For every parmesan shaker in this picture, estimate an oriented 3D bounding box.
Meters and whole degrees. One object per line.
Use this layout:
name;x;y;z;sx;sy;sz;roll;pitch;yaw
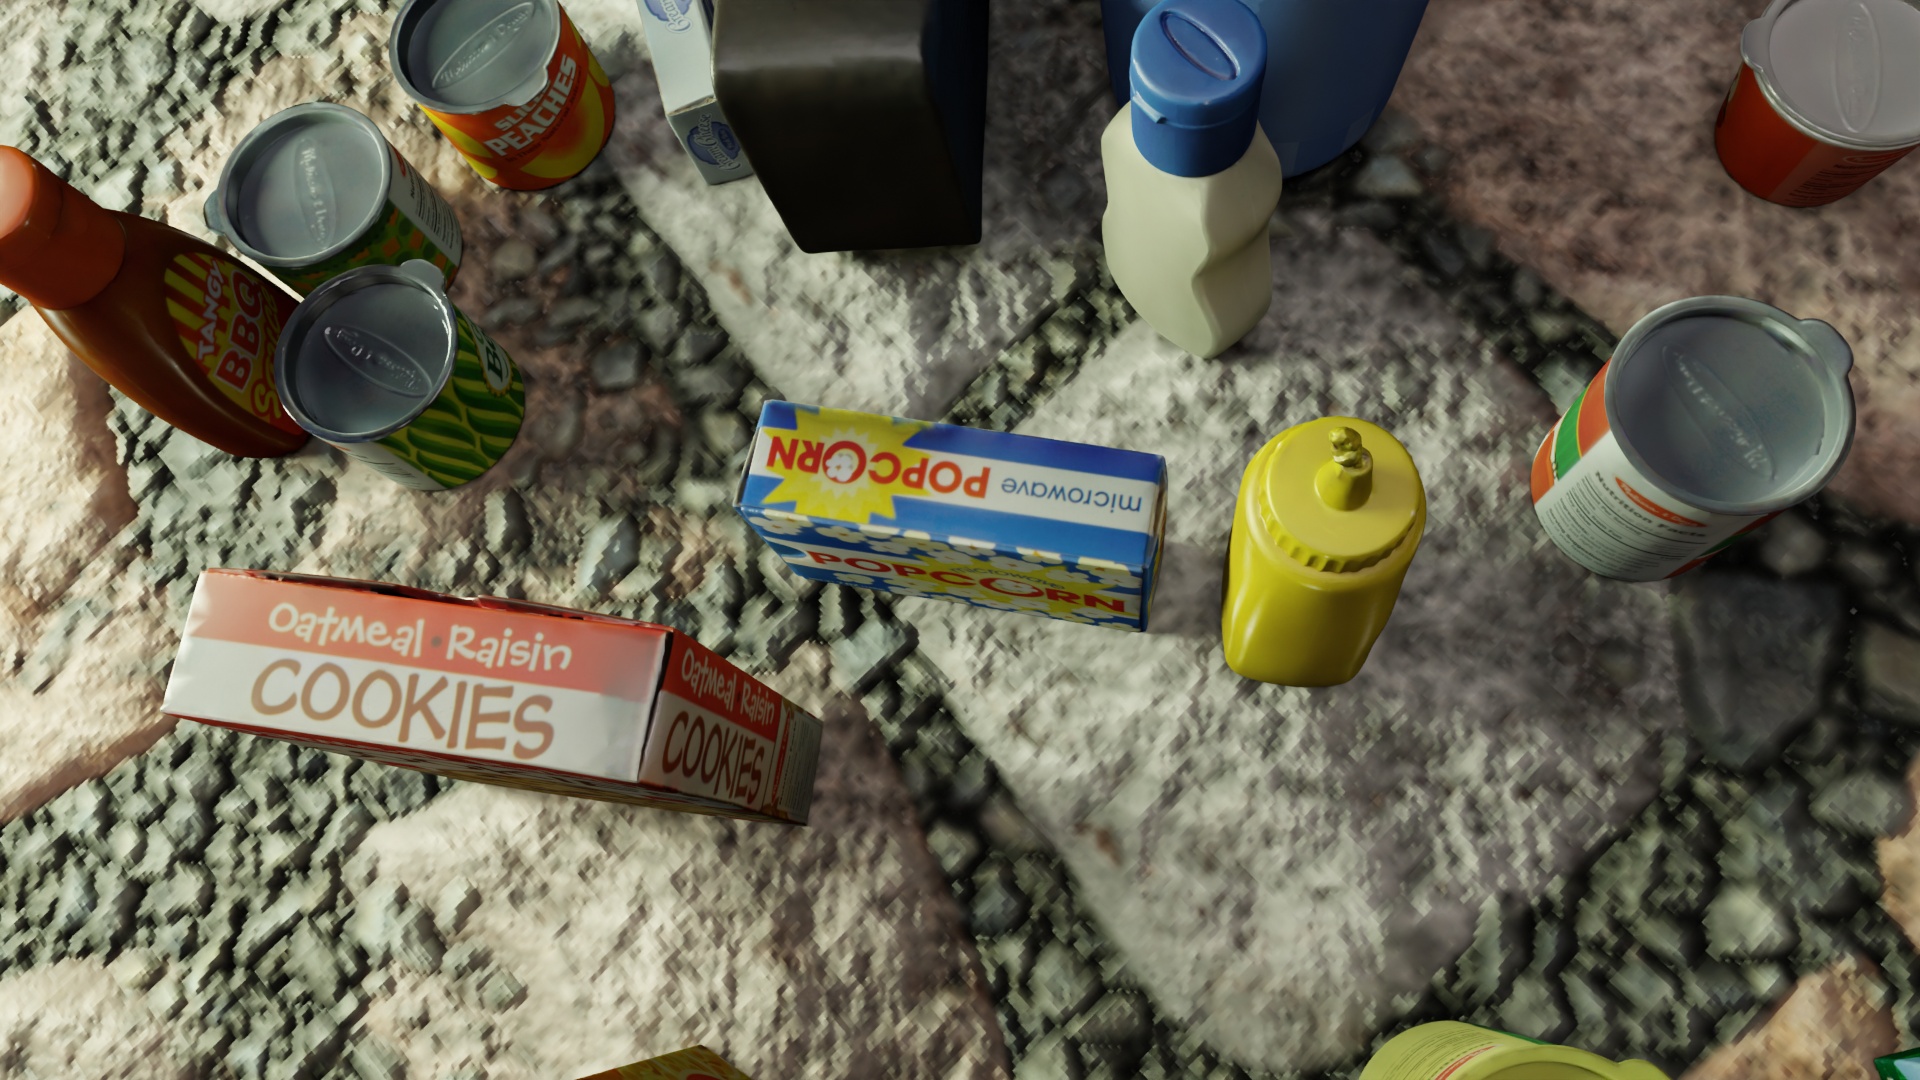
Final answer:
parmesan shaker;0.148;0.164;0.371;0.071;0.103;0.071;-2;74;7

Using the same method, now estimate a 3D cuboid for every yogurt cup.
yogurt cup;0.294;-0.150;0.470;0.072;0.054;0.072;-2;74;7

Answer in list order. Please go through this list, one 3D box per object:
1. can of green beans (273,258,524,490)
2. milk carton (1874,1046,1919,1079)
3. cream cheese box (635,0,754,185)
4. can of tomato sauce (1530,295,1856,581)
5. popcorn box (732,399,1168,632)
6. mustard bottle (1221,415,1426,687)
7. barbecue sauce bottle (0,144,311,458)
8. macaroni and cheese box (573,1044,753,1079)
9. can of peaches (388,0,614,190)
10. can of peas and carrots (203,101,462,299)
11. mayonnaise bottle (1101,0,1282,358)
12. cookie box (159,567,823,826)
can of green beans;-0.200;-0.057;0.501;0.071;0.057;0.071;-2;74;7
milk carton;0.302;0.150;0.311;0.073;0.190;0.072;-16;73;3
cream cheese box;-0.105;-0.194;0.531;0.024;0.053;0.104;-18;73;2
can of tomato sauce;0.222;-0.029;0.429;0.071;0.083;0.071;-2;74;7
popcorn box;0.002;-0.006;0.448;0.127;0.085;0.038;9;76;9
mustard bottle;0.102;0.001;0.394;0.049;0.160;0.065;5;75;8
barbecue sauce bottle;-0.274;-0.079;0.469;0.044;0.148;0.065;-3;74;6
macaroni and cheese box;-0.053;0.187;0.356;0.124;0.166;0.040;29;80;14
can of peaches;-0.172;-0.175;0.532;0.071;0.058;0.071;-2;74;7
can of peas and carrots;-0.233;-0.119;0.523;0.071;0.058;0.071;-2;74;7
mayonnaise bottle;0.072;-0.111;0.436;0.041;0.147;0.065;-40;74;-5
cookie box;-0.119;0.051;0.403;0.123;0.167;0.040;6;75;9
